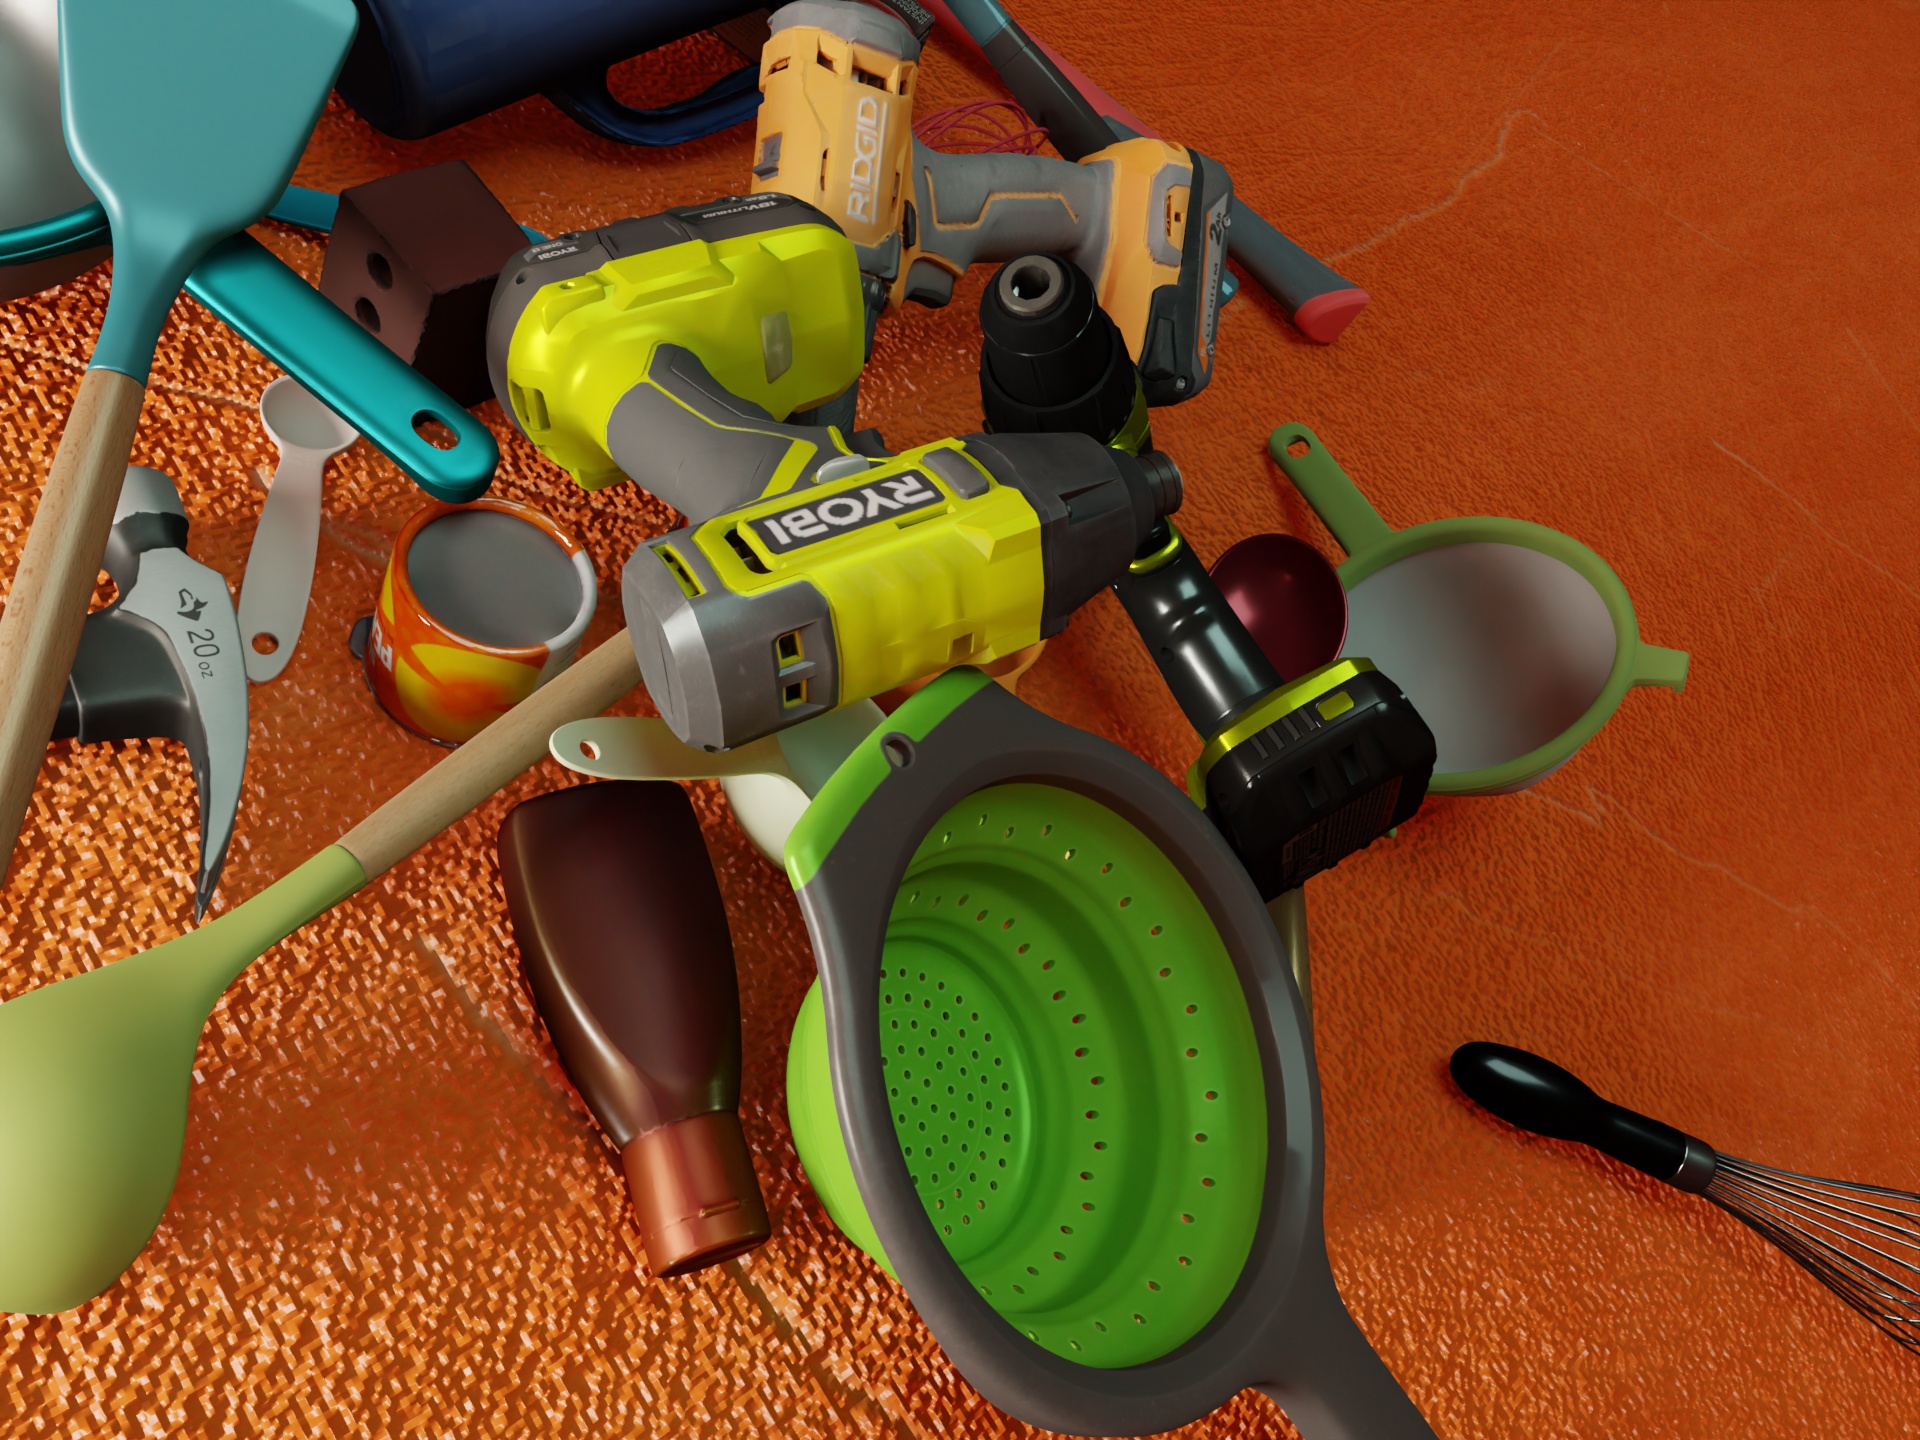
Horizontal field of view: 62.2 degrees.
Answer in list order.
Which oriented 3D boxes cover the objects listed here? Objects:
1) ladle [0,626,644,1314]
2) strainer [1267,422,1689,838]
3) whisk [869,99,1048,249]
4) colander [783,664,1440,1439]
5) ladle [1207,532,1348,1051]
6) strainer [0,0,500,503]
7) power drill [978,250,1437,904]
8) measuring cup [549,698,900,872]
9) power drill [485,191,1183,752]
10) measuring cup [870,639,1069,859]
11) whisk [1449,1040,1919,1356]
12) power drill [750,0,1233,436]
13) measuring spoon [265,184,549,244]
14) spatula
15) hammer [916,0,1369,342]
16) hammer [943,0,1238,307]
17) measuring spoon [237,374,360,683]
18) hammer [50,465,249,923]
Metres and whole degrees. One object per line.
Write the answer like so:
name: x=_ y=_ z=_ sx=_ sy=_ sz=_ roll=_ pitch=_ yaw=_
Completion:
ladle: x=-0.154 y=0.035 z=0.465 sx=0.078 sy=0.062 sz=0.320 roll=23 pitch=46 yaw=26
strainer: x=0.213 y=-0.051 z=0.759 sx=0.069 sy=0.151 sz=0.257 roll=56 pitch=8 yaw=-46
whisk: x=-0.057 y=-0.221 z=0.726 sx=0.073 sy=0.073 sz=0.296 roll=48 pitch=53 yaw=8
colander: x=0.061 y=0.175 z=0.506 sx=0.397 sy=0.094 sz=0.204 roll=54 pitch=43 yaw=-11
ladle: x=0.133 y=0.054 z=0.657 sx=0.069 sy=0.031 sz=0.316 roll=-7 pitch=56 yaw=16
strainer: x=-0.296 y=-0.171 z=0.524 sx=0.340 sy=0.095 sz=0.211 roll=39 pitch=59 yaw=-6
power drill: x=0.080 y=-0.055 z=0.599 sx=0.080 sy=0.190 sz=0.229 roll=-31 pitch=70 yaw=0
measuring cup: x=-0.077 y=0.019 z=0.520 sx=0.167 sy=0.038 sz=0.083 roll=5 pitch=55 yaw=-54
power drill: x=-0.050 y=-0.091 z=0.518 sx=0.171 sy=0.080 sz=0.223 roll=-21 pitch=44 yaw=-21
measuring cup: x=-0.001 y=-0.002 z=0.607 sx=0.095 sy=0.052 sz=0.174 roll=-6 pitch=64 yaw=-33
whisk: x=0.327 y=0.196 z=0.662 sx=0.284 sy=0.070 sz=0.070 roll=25 pitch=49 yaw=-7
power drill: x=0.008 y=-0.189 z=0.698 sx=0.226 sy=0.084 sz=0.185 roll=4 pitch=94 yaw=-36
measuring spoon: x=-0.225 y=-0.188 z=0.634 sx=0.128 sy=0.021 sz=0.042 roll=11 pitch=54 yaw=-12
spatula: x=-0.239 y=-0.075 z=0.434 sx=0.082 sy=0.044 sz=0.318 roll=14 pitch=69 yaw=-24
hammer: x=0.077 y=-0.355 z=0.909 sx=0.386 sy=0.038 sz=0.143 roll=38 pitch=46 yaw=-2
hammer: x=0.027 y=-0.336 z=0.802 sx=0.033 sy=0.128 sz=0.330 roll=-45 pitch=109 yaw=-1
measuring spoon: x=-0.230 y=-0.065 z=0.544 sx=0.034 sy=0.018 sz=0.124 roll=12 pitch=60 yaw=-23
hammer: x=-0.353 y=0.017 z=0.397 sx=0.334 sy=0.035 sz=0.146 roll=-14 pitch=66 yaw=-36
